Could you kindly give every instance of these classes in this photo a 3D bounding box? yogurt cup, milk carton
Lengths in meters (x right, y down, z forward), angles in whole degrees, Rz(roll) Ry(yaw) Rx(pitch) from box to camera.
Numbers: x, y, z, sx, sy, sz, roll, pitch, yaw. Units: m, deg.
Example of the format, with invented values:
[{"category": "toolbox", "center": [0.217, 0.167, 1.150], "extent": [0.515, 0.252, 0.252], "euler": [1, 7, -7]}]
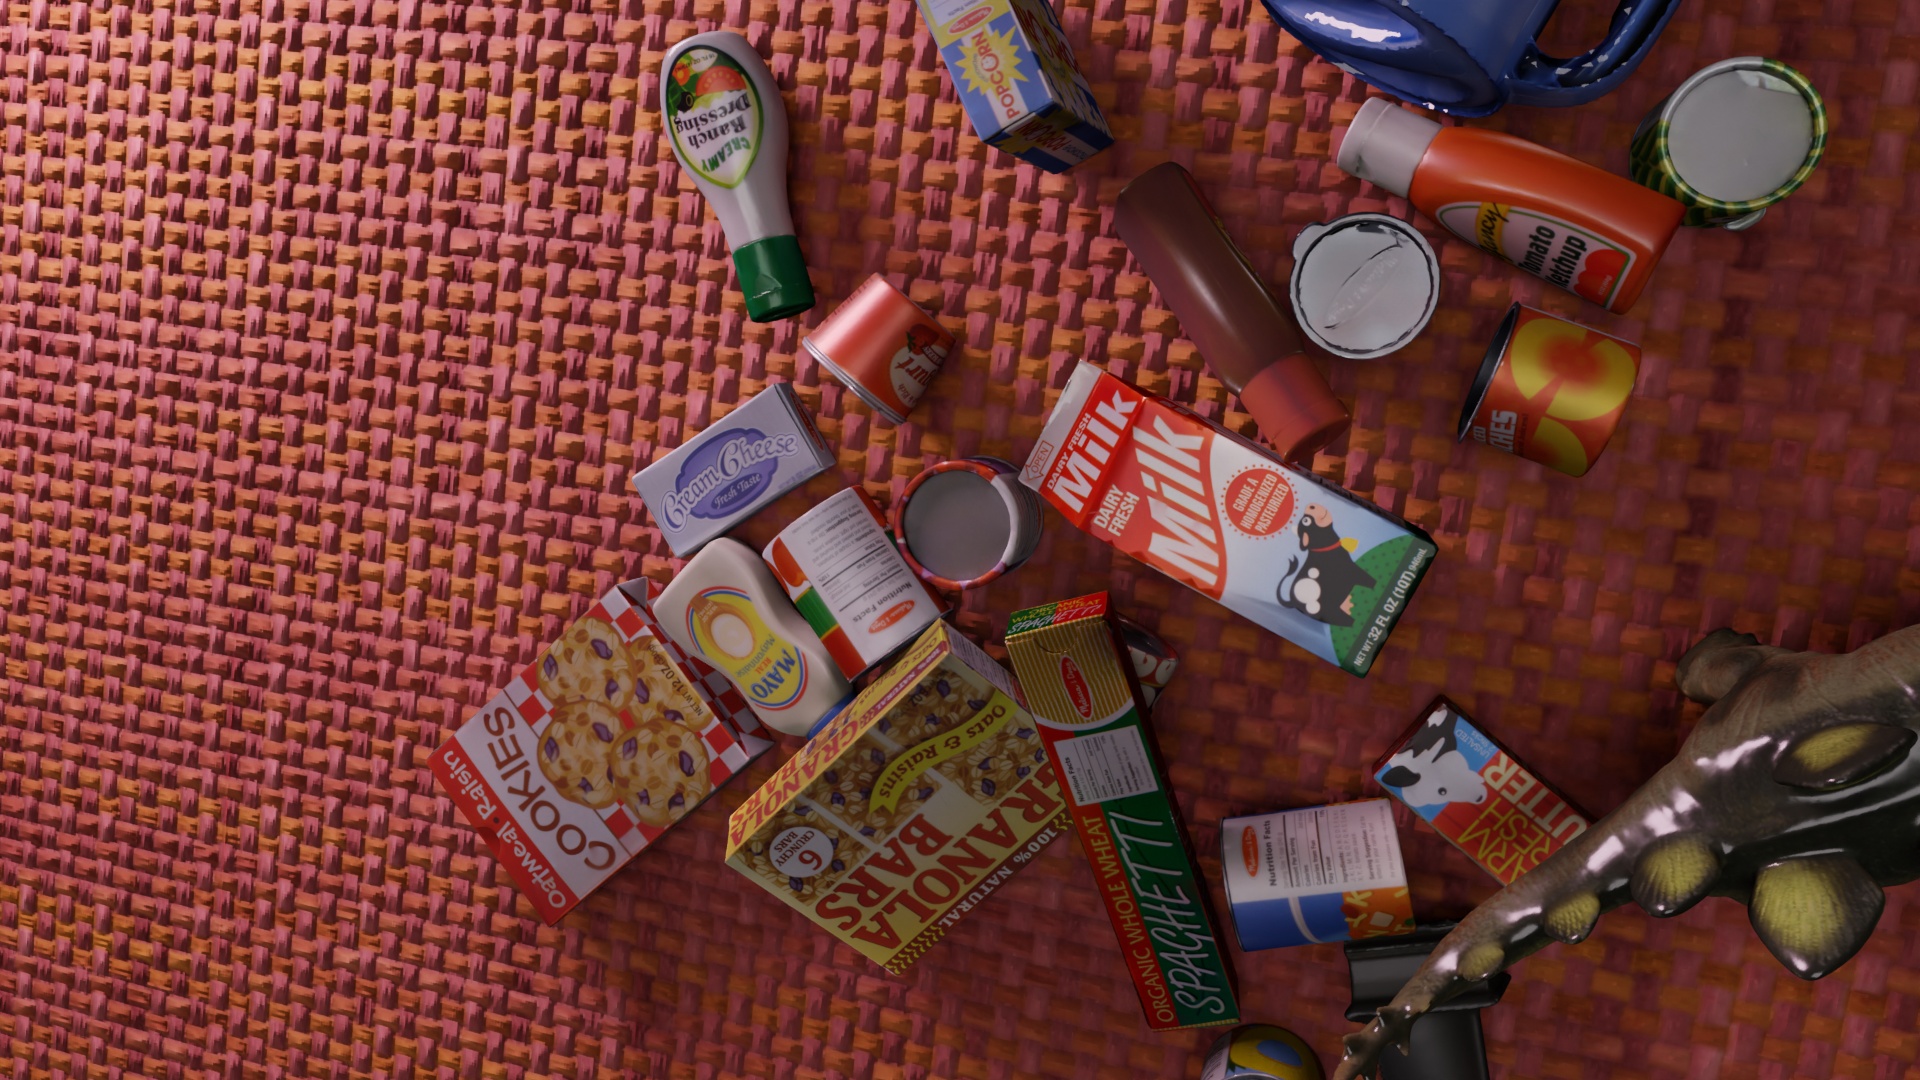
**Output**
[{"category": "yogurt cup", "center": [-0.039, -0.101, 0.716], "extent": [0.072, 0.072, 0.054], "euler": [41, 96, 7]}, {"category": "milk carton", "center": [0.126, -0.015, 0.675], "extent": [0.191, 0.073, 0.072], "euler": [29, 102, 11]}]

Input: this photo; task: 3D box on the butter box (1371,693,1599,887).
[{"category": "butter box", "center": [0.259, 0.128, 0.680], "extent": [0.103, 0.024, 0.053], "euler": [40, 104, 8]}]

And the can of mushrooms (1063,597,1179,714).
[{"category": "can of mushrooms", "center": [0.076, 0.059, 0.701], "extent": [0.071, 0.071, 0.033], "euler": [28, 101, 10]}]

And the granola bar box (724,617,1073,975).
[{"category": "granola bar box", "center": [-0.021, 0.136, 0.721], "extent": [0.124, 0.039, 0.165], "euler": [40, 106, -22]}]

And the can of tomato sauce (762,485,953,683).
[{"category": "can of tomato sauce", "center": [-0.055, 0.023, 0.732], "extent": [0.071, 0.071, 0.083], "euler": [-37, 85, 15]}]

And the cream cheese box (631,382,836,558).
[{"category": "cream cheese box", "center": [-0.125, -0.038, 0.764], "extent": [0.103, 0.024, 0.053], "euler": [-31, 87, 15]}]

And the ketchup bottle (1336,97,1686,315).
[{"category": "ketchup bottle", "center": [0.248, -0.159, 0.637], "extent": [0.149, 0.064, 0.043], "euler": [31, 78, 19]}]

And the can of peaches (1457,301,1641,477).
[{"category": "can of peaches", "center": [0.268, -0.067, 0.636], "extent": [0.058, 0.071, 0.071], "euler": [22, 101, 11]}]

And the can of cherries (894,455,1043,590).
[{"category": "can of cherries", "center": [0.003, -0.009, 0.716], "extent": [0.071, 0.058, 0.071], "euler": [1, 96, 14]}]

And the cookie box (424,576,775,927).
[{"category": "cookie box", "center": [-0.208, 0.121, 0.793], "extent": [0.167, 0.040, 0.123], "euler": [-40, 85, 15]}]

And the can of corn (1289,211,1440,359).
[{"category": "can of corn", "center": [0.188, -0.120, 0.656], "extent": [0.071, 0.058, 0.071], "euler": [2, 96, 15]}]

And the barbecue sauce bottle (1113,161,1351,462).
[{"category": "barbecue sauce bottle", "center": [0.127, -0.106, 0.653], "extent": [0.043, 0.065, 0.149], "euler": [-32, 71, 7]}]

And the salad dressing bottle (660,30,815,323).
[{"category": "salad dressing bottle", "center": [-0.114, -0.191, 0.736], "extent": [0.064, 0.044, 0.147], "euler": [-17, 91, 15]}]

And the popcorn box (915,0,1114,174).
[{"category": "popcorn box", "center": [0.027, -0.224, 0.653], "extent": [0.038, 0.127, 0.085], "euler": [-24, 89, 20]}]

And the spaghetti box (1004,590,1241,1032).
[{"category": "spaghetti box", "center": [0.083, 0.140, 0.680], "extent": [0.050, 0.029, 0.249], "euler": [-14, 114, 16]}]

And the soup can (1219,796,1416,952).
[{"category": "soup can", "center": [0.176, 0.166, 0.685], "extent": [0.084, 0.071, 0.071], "euler": [-11, 93, 15]}]

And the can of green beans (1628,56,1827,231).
[{"category": "can of green beans", "center": [0.336, -0.174, 0.612], "extent": [0.071, 0.058, 0.071], "euler": [2, 96, 15]}]

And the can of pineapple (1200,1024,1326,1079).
[{"category": "can of pineapple", "center": [0.155, 0.290, 0.705], "extent": [0.071, 0.058, 0.071], "euler": [2, 96, 15]}]

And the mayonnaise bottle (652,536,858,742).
[{"category": "mayonnaise bottle", "center": [-0.097, 0.068, 0.758], "extent": [0.148, 0.041, 0.064], "euler": [45, 104, 6]}]
